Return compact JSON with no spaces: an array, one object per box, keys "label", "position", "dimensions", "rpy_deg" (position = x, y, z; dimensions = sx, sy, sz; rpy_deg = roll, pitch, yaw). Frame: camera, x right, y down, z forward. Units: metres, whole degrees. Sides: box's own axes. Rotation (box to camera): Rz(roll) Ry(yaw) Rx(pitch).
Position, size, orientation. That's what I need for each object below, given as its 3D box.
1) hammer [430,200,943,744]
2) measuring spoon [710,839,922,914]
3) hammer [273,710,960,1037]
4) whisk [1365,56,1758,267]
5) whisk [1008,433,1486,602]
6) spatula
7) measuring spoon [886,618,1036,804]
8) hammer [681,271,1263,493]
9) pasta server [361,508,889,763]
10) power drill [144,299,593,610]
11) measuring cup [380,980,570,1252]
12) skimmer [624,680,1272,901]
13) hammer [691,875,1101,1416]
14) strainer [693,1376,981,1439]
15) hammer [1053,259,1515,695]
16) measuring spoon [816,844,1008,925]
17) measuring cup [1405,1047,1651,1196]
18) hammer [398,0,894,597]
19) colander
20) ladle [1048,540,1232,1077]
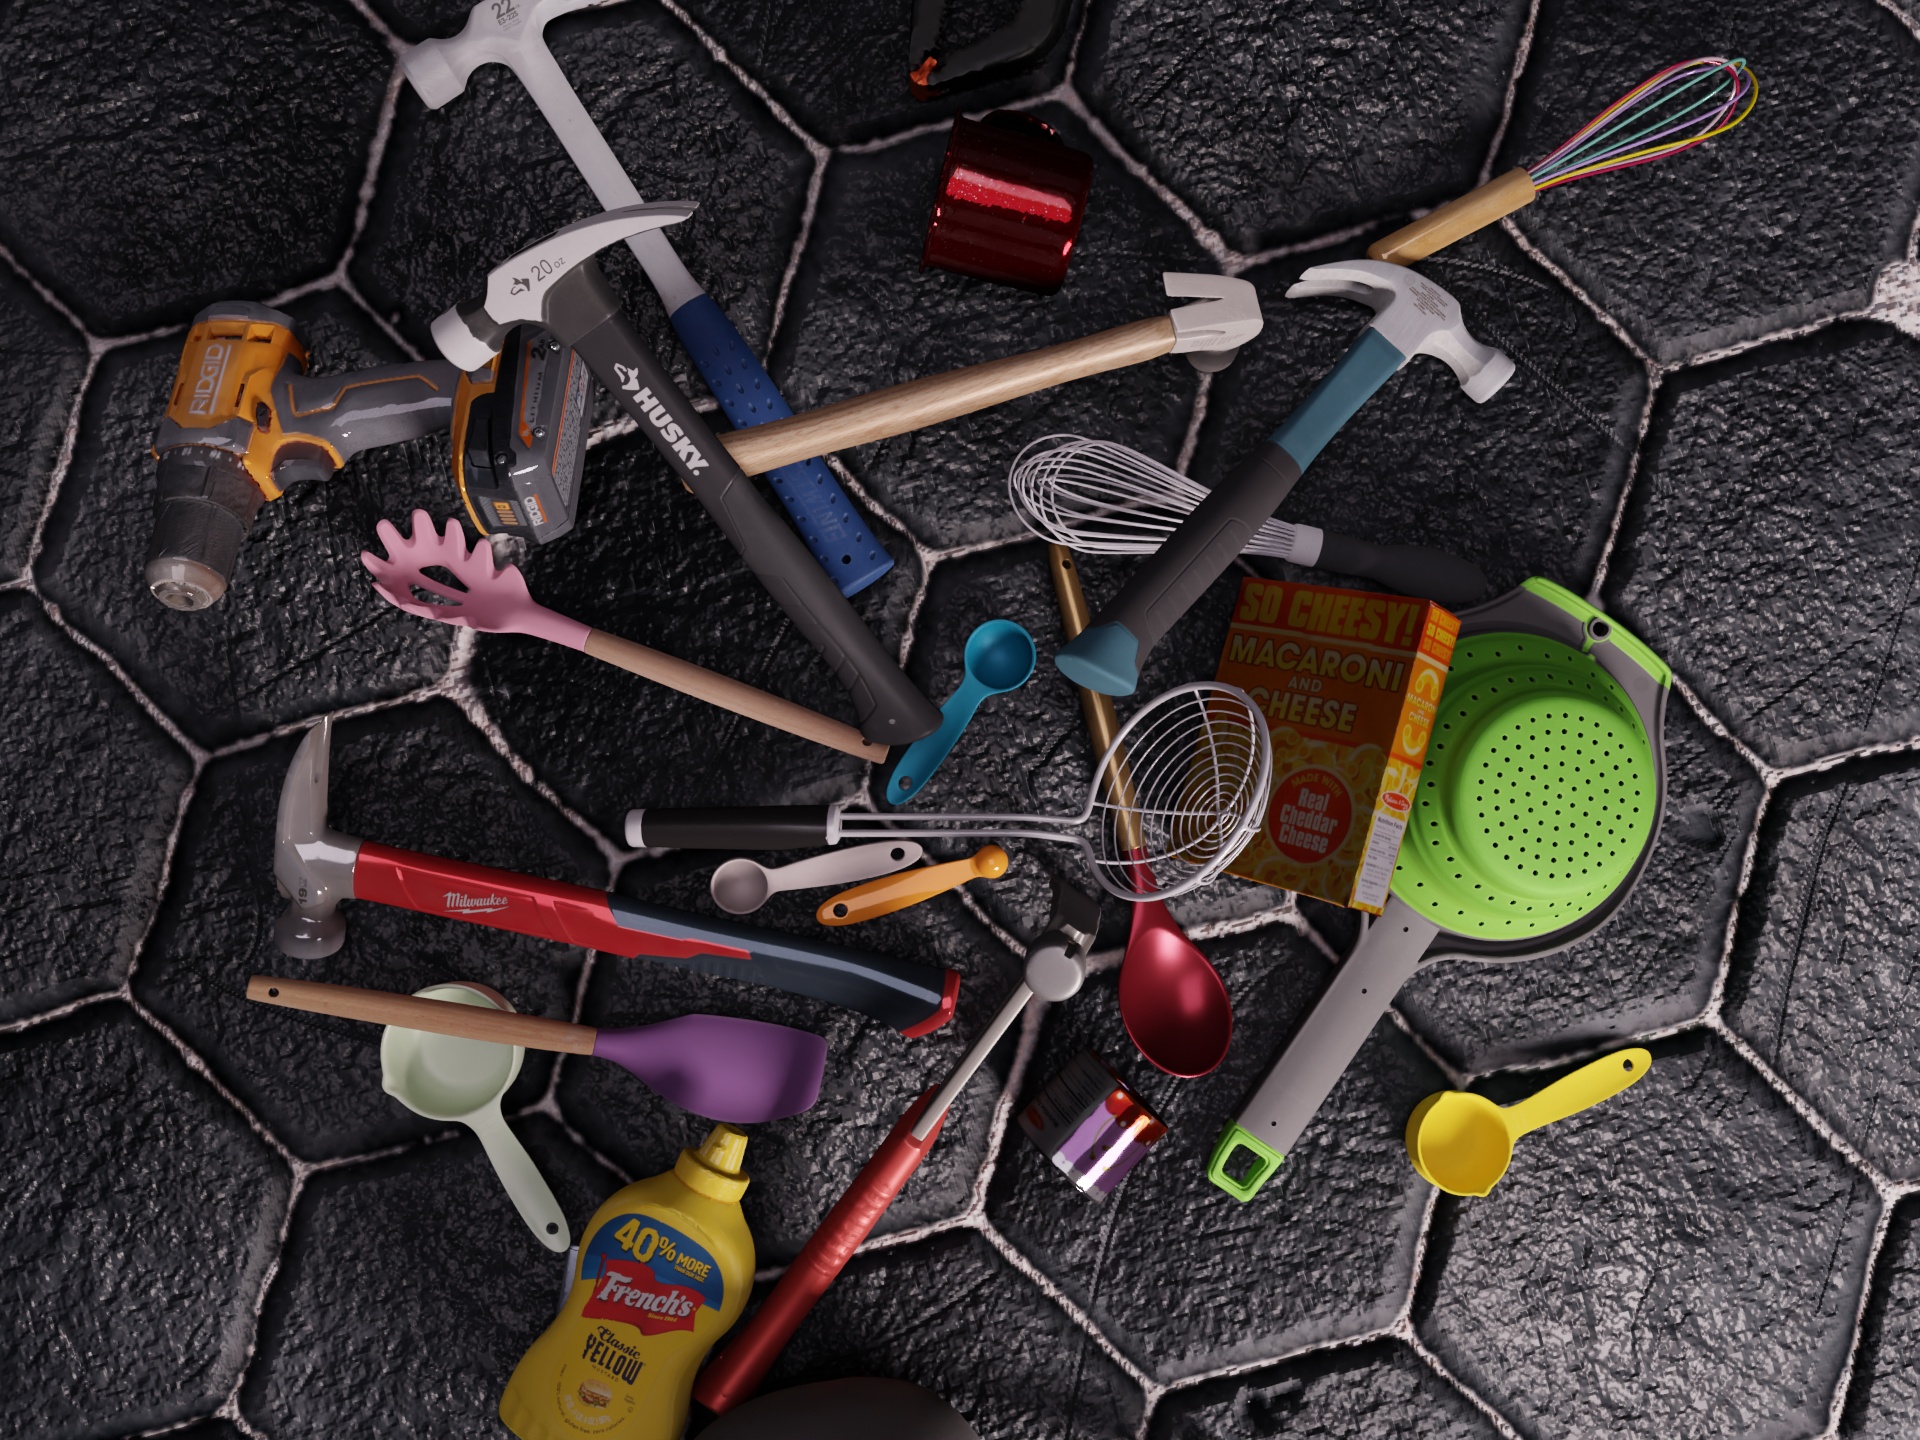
[{"label":"hammer","position":[-0.113,-0.116,0.844],"dimensions":[0.146,0.035,0.334],"rpy_deg":[-30,114,18]},{"label":"measuring spoon","position":[-0.084,0.085,0.925],"dimensions":[0.124,0.018,0.034],"rpy_deg":[-11,107,-7]},{"label":"hammer","position":[-0.188,0.102,0.893],"dimensions":[0.386,0.038,0.143],"rpy_deg":[12,111,-2]},{"label":"whisk","position":[0.351,-0.321,0.925],"dimensions":[0.245,0.051,0.047],"rpy_deg":[-27,94,2]},{"label":"whisk","position":[0.166,-0.107,0.913],"dimensions":[0.284,0.070,0.070],"rpy_deg":[13,88,-4]},{"label":"spatula","position":[-0.230,0.177,0.884],"dimensions":[0.315,0.018,0.060],"rpy_deg":[13,87,-14]},{"label":"measuring spoon","position":[-0.001,-0.003,0.928],"dimensions":[0.042,0.021,0.128],"rpy_deg":[38,97,10]},{"label":"hammer","position":[0.005,-0.182,0.873],"dimensions":[0.331,0.130,0.031],"rpy_deg":[-16,88,-1]},{"label":"pasta server","position":[-0.189,-0.040,0.916],"dimensions":[0.316,0.040,0.060],"rpy_deg":[21,66,-1]},{"label":"power drill","position":[-0.329,-0.144,0.875],"dimensions":[0.226,0.084,0.185],"rpy_deg":[1,63,1]},{"label":"measuring cup","position":[-0.264,0.225,0.907],"dimensions":[0.083,0.038,0.167],"rpy_deg":[-30,90,-1]},{"label":"skimmer","position":[-0.015,0.041,0.869],"dimensions":[0.363,0.090,0.127],"rpy_deg":[-1,56,8]},{"label":"hammer","position":[-0.038,0.244,0.883],"dimensions":[0.037,0.149,0.359],"rpy_deg":[35,100,1]},{"label":"strainer","position":[-0.014,0.397,0.857],"dimensions":[0.340,0.211,0.095],"rpy_deg":[-2,64,-22]},{"label":"hammer","position":[0.170,-0.134,0.875],"dimensions":[0.128,0.033,0.331],"rpy_deg":[43,71,0]},{"label":"measuring spoon","position":[-0.028,0.097,0.923],"dimensions":[0.117,0.011,0.021],"rpy_deg":[-18,88,-1]},{"label":"measuring cup","position":[0.327,0.223,0.917],"dimensions":[0.156,0.029,0.062],"rpy_deg":[-20,88,-13]},{"label":"hammer","position":[-0.159,-0.253,0.925],"dimensions":[0.144,0.035,0.405],"rpy_deg":[-33,88,-1]},{"label":"colander","position":[0.264,0.105,0.877],"dimensions":[0.204,0.094,0.397],"rpy_deg":[34,90,-3]},{"label":"ladle","position":[0.093,0.049,0.917],"dimensions":[0.069,0.031,0.315],"rpy_deg":[-12,85,-24]}]
